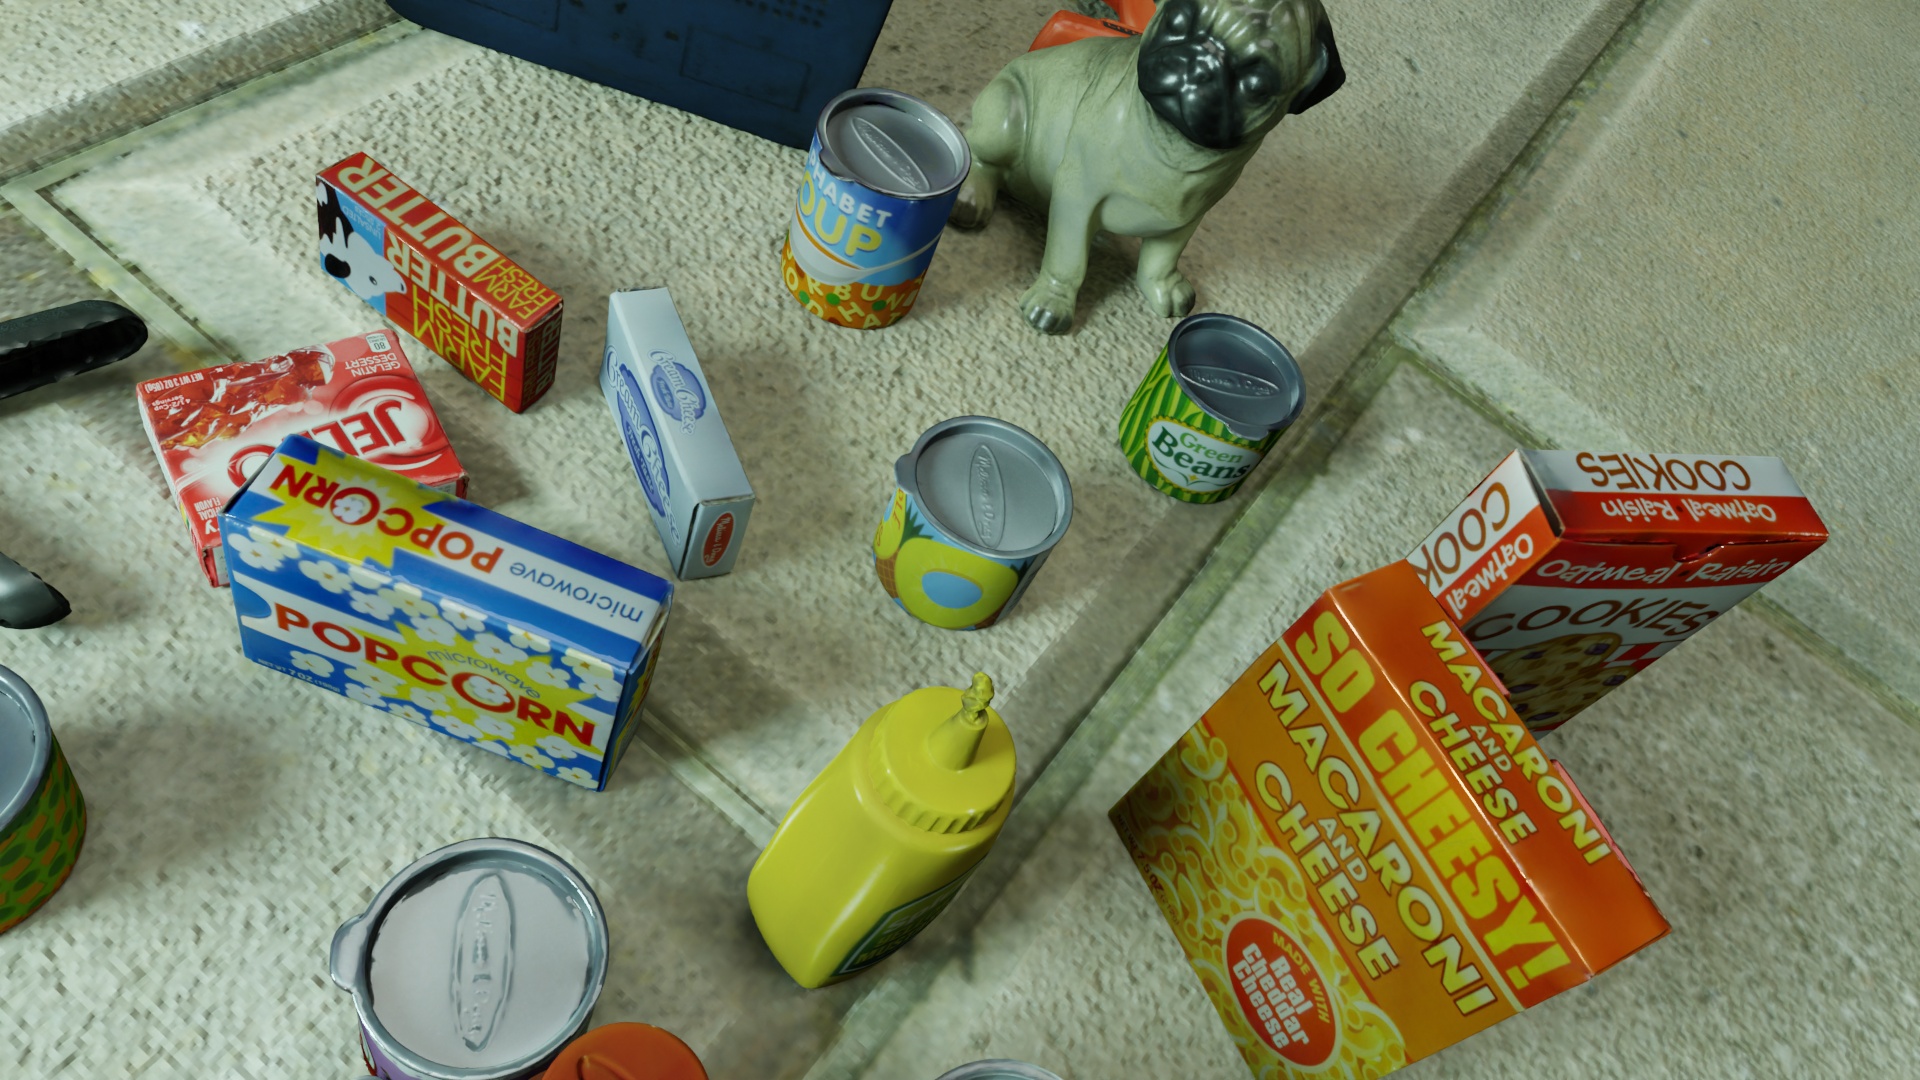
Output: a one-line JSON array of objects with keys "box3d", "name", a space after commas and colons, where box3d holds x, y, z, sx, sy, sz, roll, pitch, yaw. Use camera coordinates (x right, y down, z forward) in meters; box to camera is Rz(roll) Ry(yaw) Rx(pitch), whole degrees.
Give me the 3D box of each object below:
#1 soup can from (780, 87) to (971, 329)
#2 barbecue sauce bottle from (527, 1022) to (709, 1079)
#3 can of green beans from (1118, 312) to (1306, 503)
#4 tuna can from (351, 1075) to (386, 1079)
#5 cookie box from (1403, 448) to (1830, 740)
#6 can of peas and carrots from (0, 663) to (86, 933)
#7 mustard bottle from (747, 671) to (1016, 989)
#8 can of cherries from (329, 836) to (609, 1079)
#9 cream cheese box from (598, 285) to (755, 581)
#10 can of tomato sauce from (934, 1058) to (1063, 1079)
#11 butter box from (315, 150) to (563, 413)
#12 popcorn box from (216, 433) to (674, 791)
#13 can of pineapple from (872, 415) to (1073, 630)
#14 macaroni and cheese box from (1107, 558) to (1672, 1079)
[{"box3d": [-0.041, -0.143, 0.607, 0.071, 0.083, 0.072, 10, 53, -14], "name": "soup can"}, {"box3d": [-0.090, 0.155, 0.336, 0.065, 0.147, 0.044, 45, 53, 13], "name": "barbecue sauce bottle"}, {"box3d": [0.111, -0.058, 0.623, 0.071, 0.057, 0.071, 10, 53, -14], "name": "can of green beans"}, {"box3d": [-0.171, 0.178, 0.362, 0.071, 0.032, 0.071, 10, 53, -14], "name": "tuna can"}, {"box3d": [0.218, 0.030, 0.532, 0.123, 0.166, 0.040, 0, 57, -21], "name": "cookie box"}, {"box3d": [-0.282, 0.074, 0.377, 0.071, 0.058, 0.071, 10, 53, -14], "name": "can of peas and carrots"}, {"box3d": [-0.019, 0.083, 0.407, 0.065, 0.159, 0.049, -25, 68, -33], "name": "mustard bottle"}, {"box3d": [-0.139, 0.126, 0.395, 0.071, 0.058, 0.072, 10, 53, -14], "name": "can of cherries"}, {"box3d": [-0.110, -0.041, 0.528, 0.024, 0.053, 0.104, -12, 62, -28], "name": "cream cheese box"}, {"box3d": [0.002, 0.190, 0.388, 0.071, 0.082, 0.071, 10, 53, -14], "name": "can of tomato sauce"}, {"box3d": [-0.200, -0.098, 0.534, 0.103, 0.052, 0.024, 36, 52, 6], "name": "butter box"}, {"box3d": [-0.160, 0.026, 0.441, 0.127, 0.084, 0.038, 22, 52, -5], "name": "popcorn box"}, {"box3d": [0.002, -0.007, 0.544, 0.071, 0.057, 0.071, 10, 53, -14], "name": "can of pineapple"}, {"box3d": [0.122, 0.102, 0.444, 0.040, 0.165, 0.124, -16, 63, -29], "name": "macaroni and cheese box"}]
